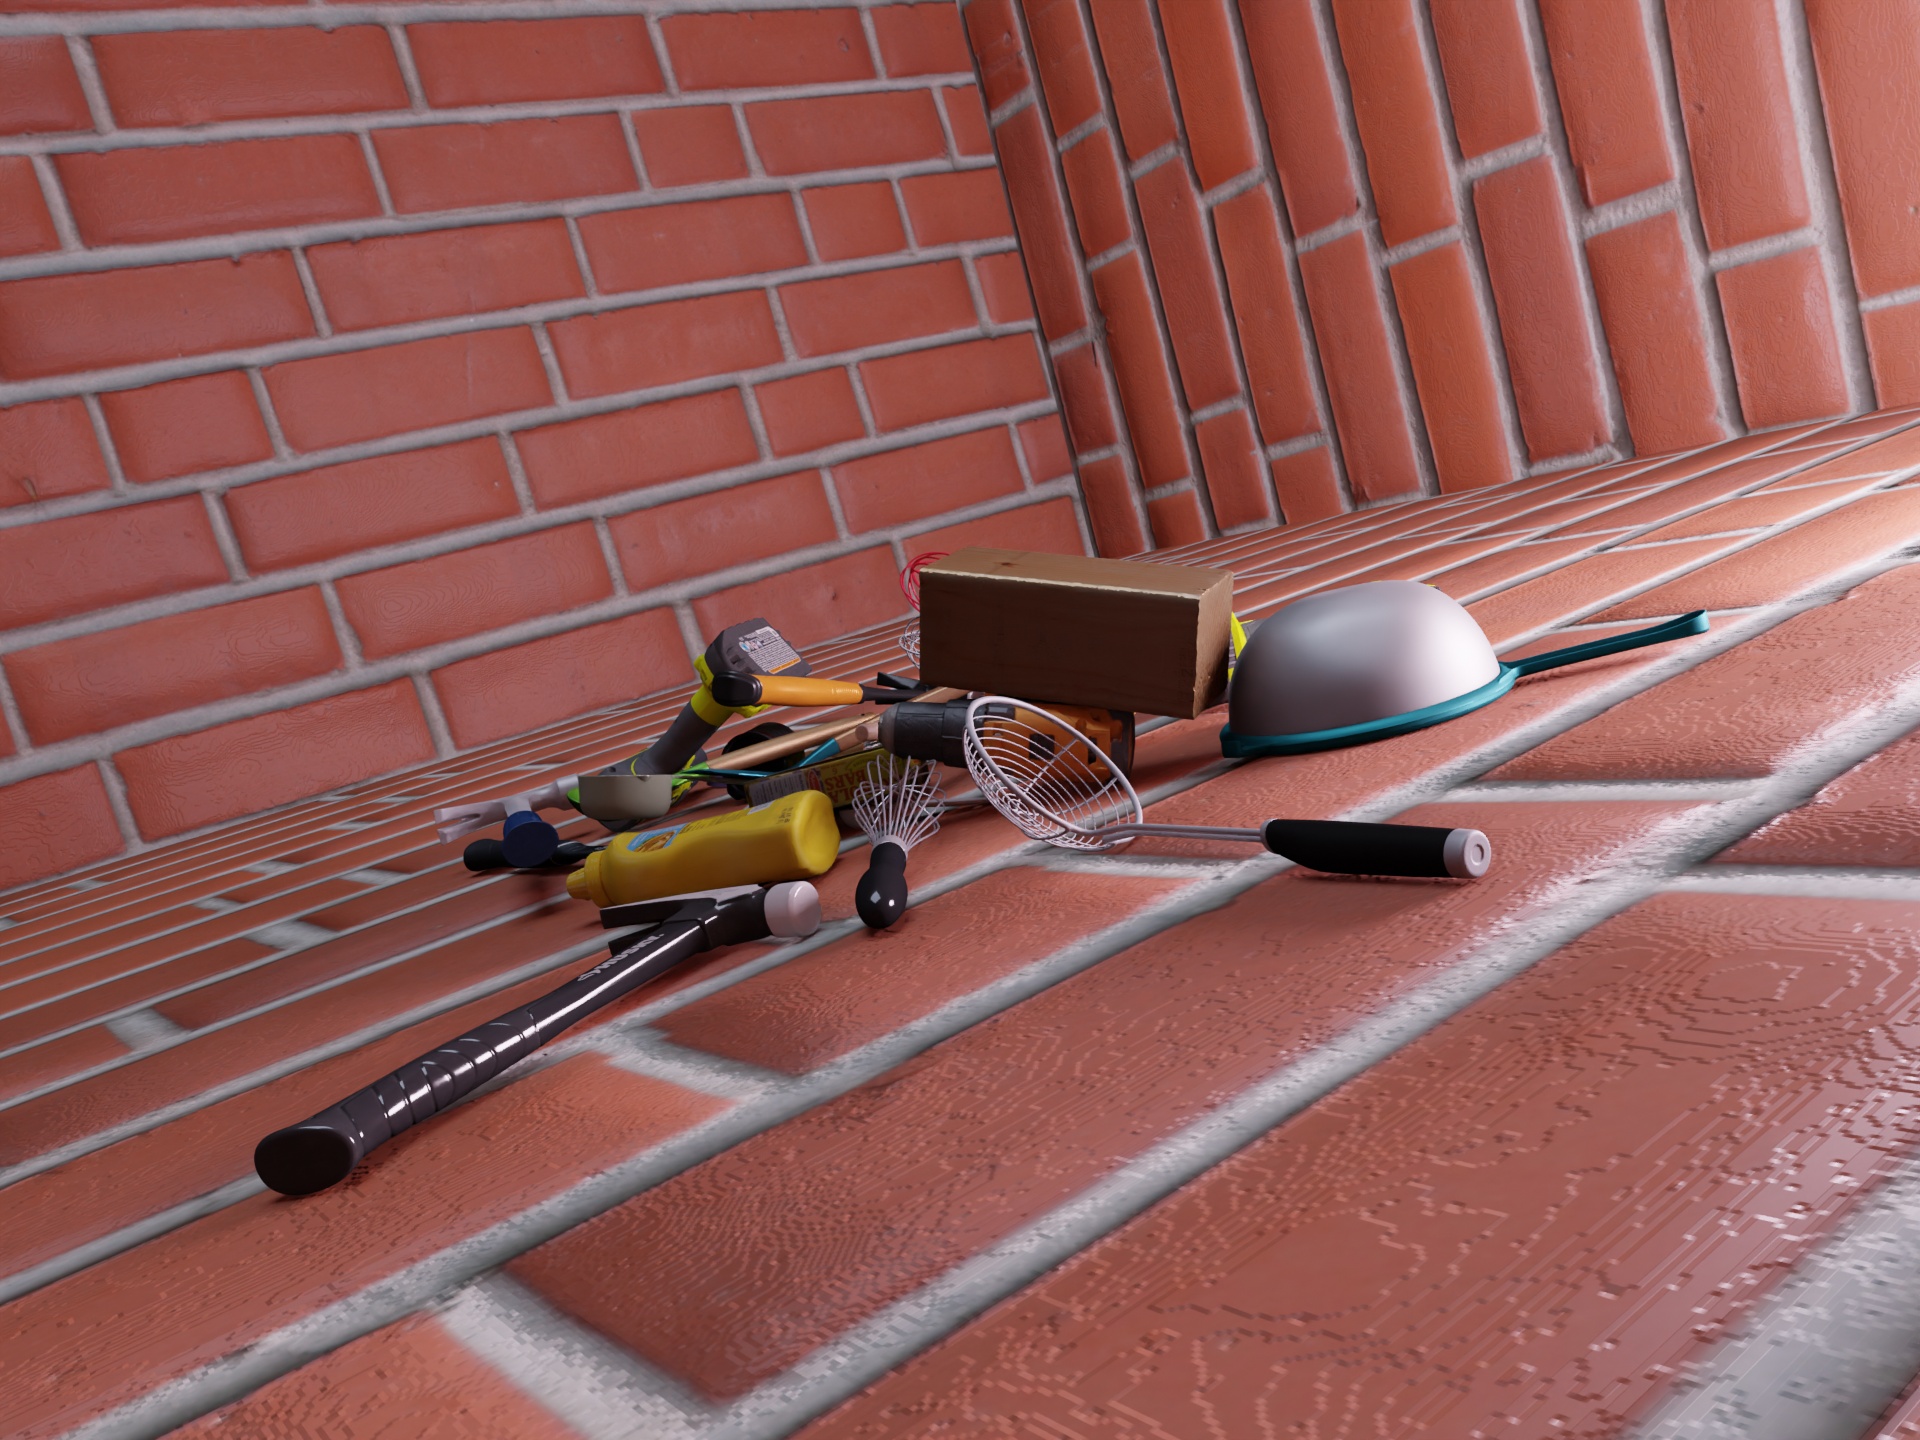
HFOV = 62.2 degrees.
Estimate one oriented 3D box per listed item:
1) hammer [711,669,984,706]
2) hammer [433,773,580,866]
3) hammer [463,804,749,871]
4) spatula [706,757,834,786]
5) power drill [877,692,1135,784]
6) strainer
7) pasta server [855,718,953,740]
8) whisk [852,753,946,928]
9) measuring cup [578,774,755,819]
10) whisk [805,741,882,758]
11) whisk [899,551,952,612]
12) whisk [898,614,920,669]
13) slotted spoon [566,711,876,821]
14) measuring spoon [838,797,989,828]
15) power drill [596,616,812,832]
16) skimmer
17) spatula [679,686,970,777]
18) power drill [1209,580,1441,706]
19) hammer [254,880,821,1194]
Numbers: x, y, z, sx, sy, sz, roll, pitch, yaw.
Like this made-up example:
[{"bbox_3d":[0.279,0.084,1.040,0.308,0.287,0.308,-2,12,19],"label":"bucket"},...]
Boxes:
[{"bbox_3d":[-0.116,-0.027,1.480,0.127,0.034,0.336,8,4,32],"label":"hammer"},{"bbox_3d":[-0.389,0.090,1.389,0.144,0.035,0.405,-15,6,-16],"label":"hammer"},{"bbox_3d":[-0.326,0.112,1.378,0.149,0.036,0.409,-19,8,-40],"label":"hammer"},{"bbox_3d":[-0.164,0.044,1.583,0.316,0.018,0.060,-2,50,52],"label":"spatula"},{"bbox_3d":[0.046,-0.005,1.222,0.185,0.084,0.226,3,13,9],"label":"power drill"},{"bbox_3d":[0.340,-0.063,1.125,0.340,0.095,0.211,-14,7,17],"label":"strainer"},{"bbox_3d":[-0.002,-0.004,1.360,0.060,0.040,0.316,-18,-6,28],"label":"pasta server"},{"bbox_3d":[-0.043,0.075,1.016,0.070,0.070,0.285,-14,12,4],"label":"whisk"},{"bbox_3d":[-0.240,0.065,1.339,0.167,0.038,0.083,3,-4,-36],"label":"measuring cup"},{"bbox_3d":[-0.074,0.024,1.524,0.051,0.047,0.245,-5,-6,-45],"label":"whisk"},{"bbox_3d":[0.054,-0.091,1.591,0.296,0.073,0.073,31,33,29],"label":"whisk"},{"bbox_3d":[0.039,-0.052,1.564,0.246,0.059,0.058,19,22,33],"label":"whisk"},{"bbox_3d":[-0.207,0.039,1.444,0.313,0.031,0.070,-18,25,-33],"label":"slotted spoon"},{"bbox_3d":[-0.033,0.070,1.204,0.124,0.018,0.034,-5,2,18],"label":"measuring spoon"},{"bbox_3d":[-0.255,0.005,1.582,0.228,0.080,0.190,-45,-3,20],"label":"power drill"},{"bbox_3d":[0.131,0.031,0.858,0.127,0.090,0.363,18,-10,-34],"label":"skimmer"},{"bbox_3d":[-0.093,0.002,1.416,0.317,0.044,0.082,-25,6,-22],"label":"spatula"},{"bbox_3d":[0.302,-0.074,1.372,0.223,0.080,0.171,-12,7,-2],"label":"power drill"},{"bbox_3d":[-0.222,0.156,0.836,0.146,0.035,0.335,-10,9,31],"label":"hammer"}]
